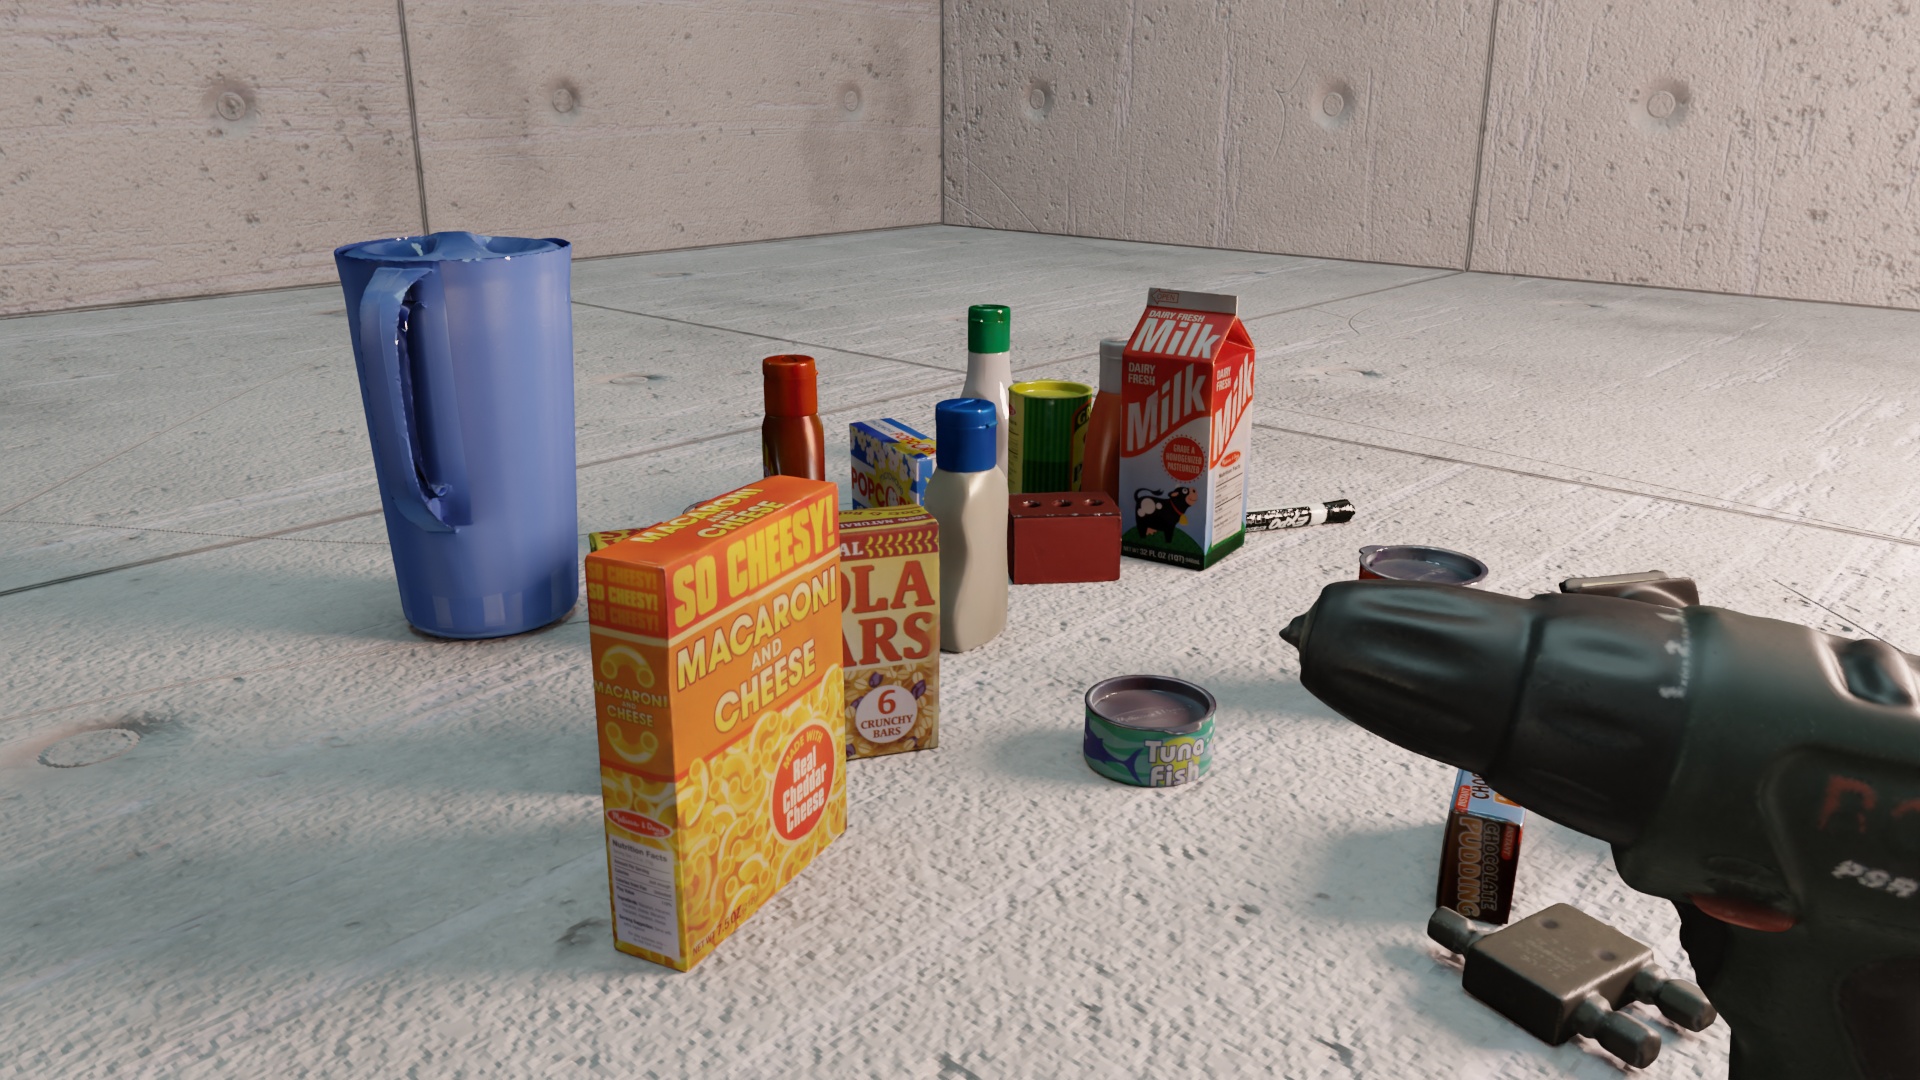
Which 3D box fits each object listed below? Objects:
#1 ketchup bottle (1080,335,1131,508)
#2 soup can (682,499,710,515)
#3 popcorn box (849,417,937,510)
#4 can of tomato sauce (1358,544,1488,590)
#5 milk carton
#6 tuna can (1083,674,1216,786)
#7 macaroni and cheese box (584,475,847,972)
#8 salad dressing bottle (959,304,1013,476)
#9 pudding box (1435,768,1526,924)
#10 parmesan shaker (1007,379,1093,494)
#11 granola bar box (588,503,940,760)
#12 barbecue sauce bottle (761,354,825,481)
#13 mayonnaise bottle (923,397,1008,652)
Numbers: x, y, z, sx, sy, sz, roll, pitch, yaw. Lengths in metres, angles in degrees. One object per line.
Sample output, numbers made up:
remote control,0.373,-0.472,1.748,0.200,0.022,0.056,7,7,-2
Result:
ketchup bottle,0.121,-0.077,1.043,0.065,0.148,0.043,-13,22,-36
soup can,-0.130,0.022,0.843,0.071,0.083,0.071,0,18,0
popcorn box,-0.041,-0.035,1.016,0.038,0.085,0.127,-9,20,-25
can of tomato sauce,0.246,0.051,0.756,0.071,0.082,0.071,0,18,0
milk carton,0.162,-0.083,0.994,0.072,0.189,0.074,12,21,33
tuna can,0.096,0.096,0.699,0.071,0.032,0.071,0,18,0
macaroni and cheese box,-0.095,0.068,0.568,0.040,0.165,0.124,8,19,24
salad dressing bottle,0.025,-0.129,1.204,0.064,0.147,0.044,13,22,35
pudding box,0.226,0.120,0.597,0.030,0.049,0.084,8,20,23
parmesan shaker,0.070,-0.070,1.095,0.071,0.102,0.071,0,18,0
granola bar box,-0.093,0.051,0.688,0.166,0.123,0.039,-6,18,-17
barbecue sauce bottle,-0.117,-0.054,0.972,0.044,0.148,0.065,-6,18,-17
mayonnaise bottle,0.003,-0.011,0.839,0.041,0.147,0.065,11,21,31
